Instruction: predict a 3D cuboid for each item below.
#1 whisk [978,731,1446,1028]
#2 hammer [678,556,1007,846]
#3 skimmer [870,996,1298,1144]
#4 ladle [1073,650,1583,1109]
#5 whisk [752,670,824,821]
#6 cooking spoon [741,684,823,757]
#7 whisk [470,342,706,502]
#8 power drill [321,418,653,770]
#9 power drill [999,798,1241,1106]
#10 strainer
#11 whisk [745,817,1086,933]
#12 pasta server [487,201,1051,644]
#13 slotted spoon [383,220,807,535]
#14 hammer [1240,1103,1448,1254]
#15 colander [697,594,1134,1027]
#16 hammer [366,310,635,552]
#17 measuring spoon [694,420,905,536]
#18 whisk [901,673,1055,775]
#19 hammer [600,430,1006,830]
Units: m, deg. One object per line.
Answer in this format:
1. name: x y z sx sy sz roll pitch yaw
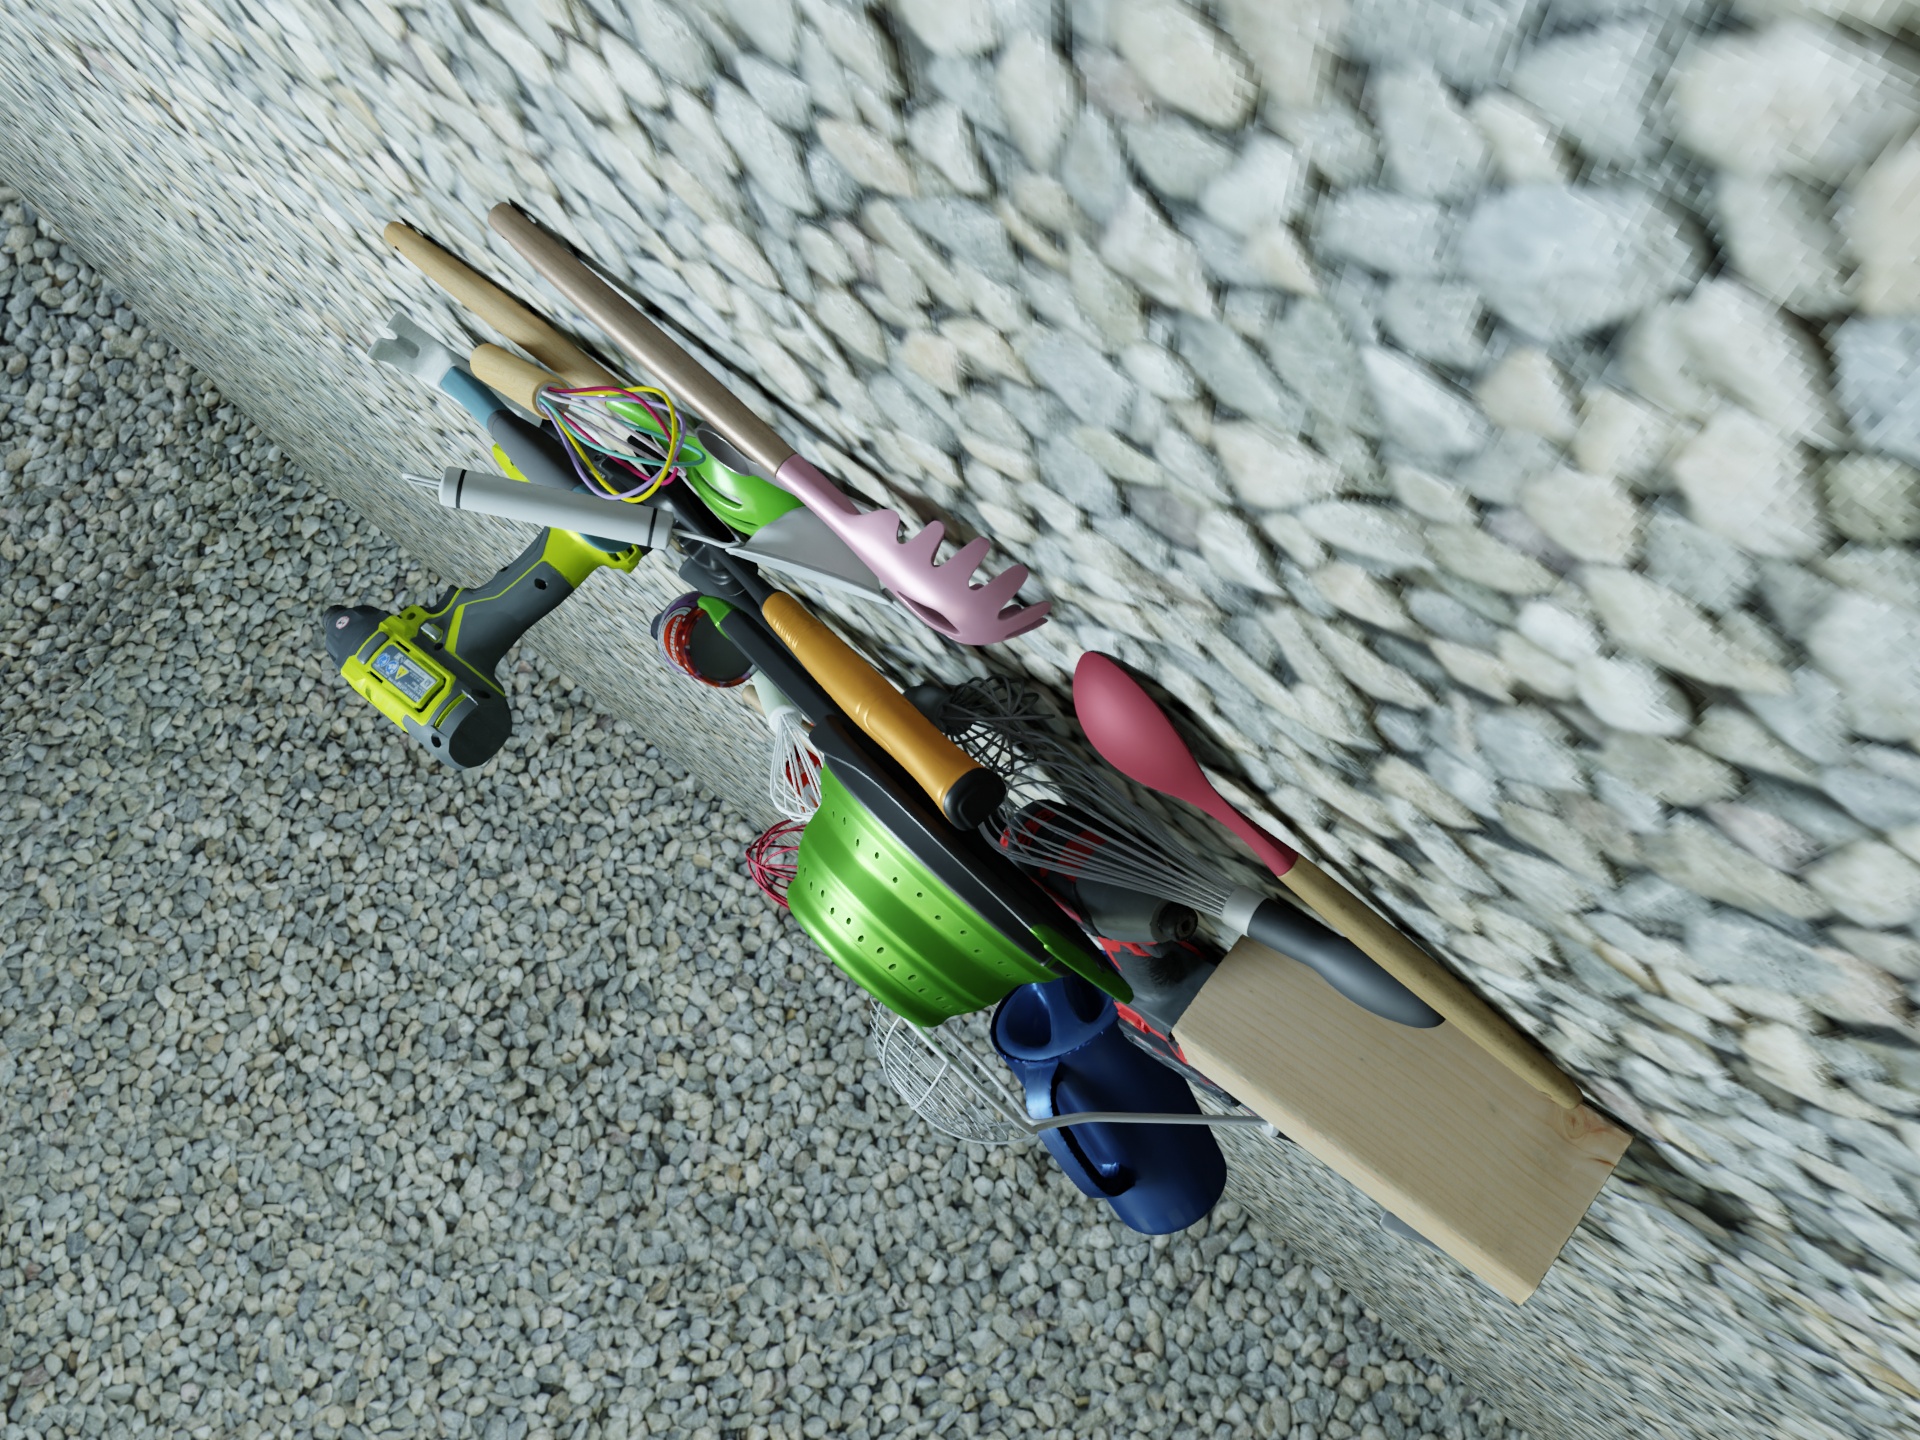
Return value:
1. whisk: 0.119 0.082 0.820 0.285 0.070 0.070 27 164 29
2. hammer: -0.068 -0.005 1.115 0.334 0.035 0.146 44 168 -23
3. skimmer: 0.126 0.205 0.936 0.363 0.090 0.127 4 -179 -6
4. ladle: 0.167 0.080 0.720 0.315 0.031 0.069 39 169 -9
5. whisk: -0.123 0.003 1.139 0.247 0.059 0.057 -120 25 -55
6. cooking spoon: -0.046 0.059 1.156 0.319 0.017 0.068 35 170 25
7. whisk: -0.193 -0.159 0.793 0.245 0.051 0.047 33 134 48
8. power drill: -0.324 -0.095 1.086 0.171 0.223 0.080 33 167 27
9. power drill: 0.123 0.143 0.990 0.143 0.078 0.219 25 160 49
10. strainer: -0.136 -0.093 0.769 0.258 0.050 0.087 10 -179 -11
11. whisk: -0.017 0.121 1.149 0.295 0.073 0.073 14 -179 -26
12. pasta server: -0.091 -0.135 0.706 0.316 0.040 0.060 41 169 9
13. slotted spoon: -0.203 -0.186 0.856 0.314 0.031 0.070 37 164 17
14. hammer: 0.267 0.324 1.261 0.143 0.038 0.386 28 177 -28
15. colander: -0.071 0.054 0.908 0.398 0.094 0.204 43 -179 40
16. hammer: -0.256 -0.165 0.921 0.128 0.033 0.331 33 -176 -40
17. measuring spoon: -0.074 -0.117 0.757 0.124 0.018 0.034 27 163 22
18. whisk: -0.001 -0.004 0.888 0.055 0.055 0.239 42 173 -13
19. hammer: -0.084 -0.048 0.851 0.337 0.034 0.127 43 174 43
